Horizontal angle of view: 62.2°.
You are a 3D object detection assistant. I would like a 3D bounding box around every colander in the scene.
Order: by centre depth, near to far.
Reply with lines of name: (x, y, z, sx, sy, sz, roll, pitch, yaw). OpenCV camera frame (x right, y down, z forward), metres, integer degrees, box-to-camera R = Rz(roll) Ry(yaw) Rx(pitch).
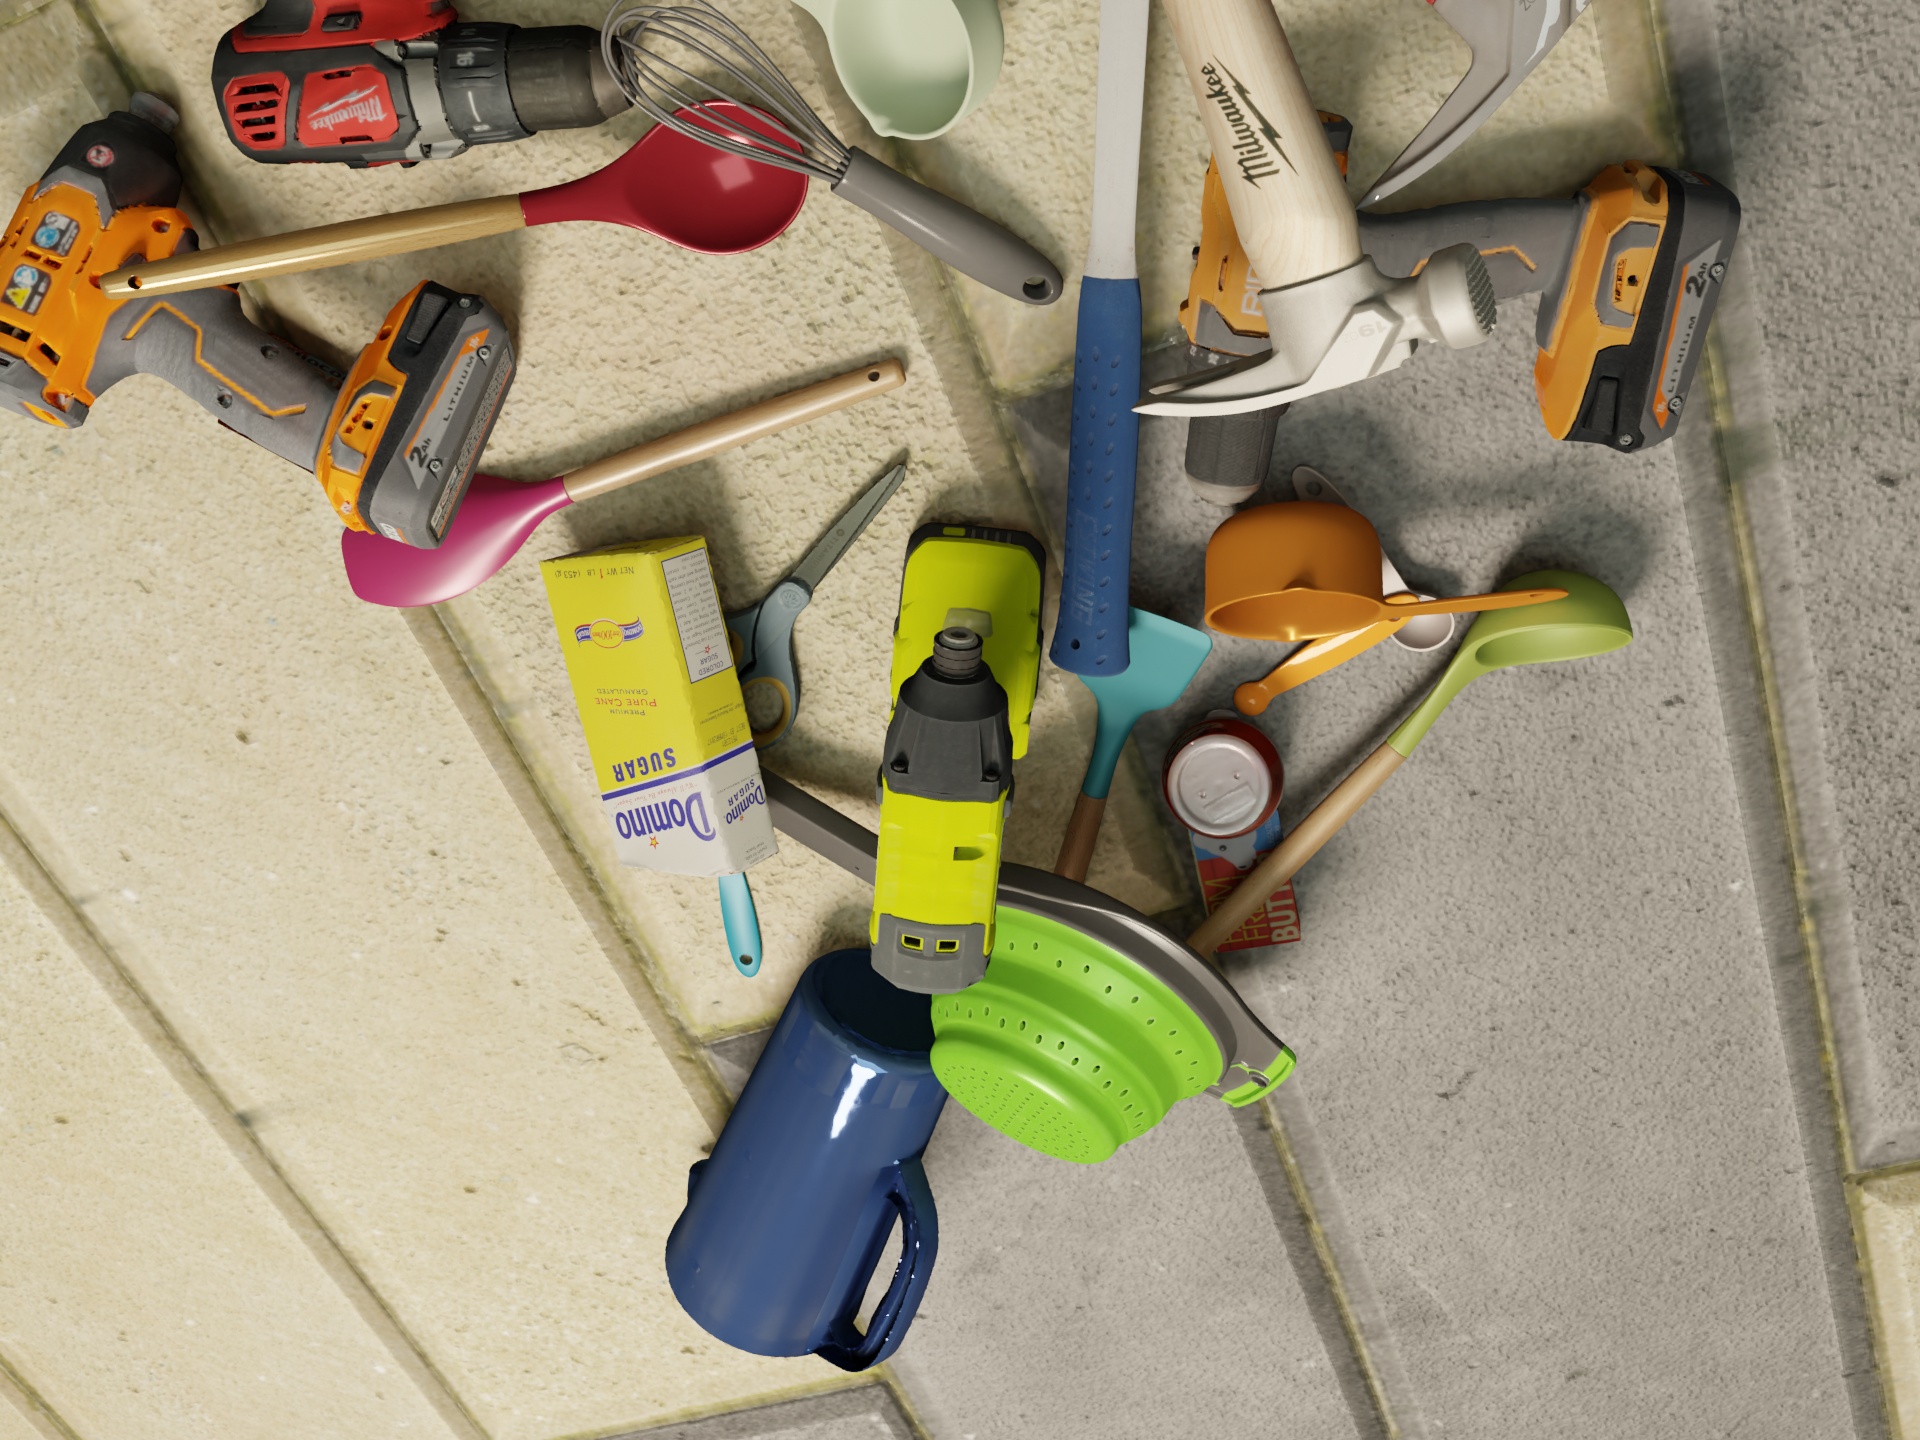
colander: (-0.020, 0.132, 0.869, 0.397, 0.094, 0.204, 30, 152, 5)

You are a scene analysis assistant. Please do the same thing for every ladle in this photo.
ladle: (-0.225, -0.226, 0.724, 0.315, 0.031, 0.069, -14, 111, -10)
ladle: (0.223, 0.042, 0.854, 0.078, 0.062, 0.320, 14, 124, -50)

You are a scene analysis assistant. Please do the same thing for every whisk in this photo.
whisk: (-0.050, -0.252, 0.720, 0.238, 0.055, 0.055, 24, 119, -24)

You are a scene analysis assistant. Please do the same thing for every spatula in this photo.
spatula: (0.066, 0.066, 0.905, 0.082, 0.044, 0.317, 18, 121, 9)

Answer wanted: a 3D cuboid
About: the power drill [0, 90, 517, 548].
power drill: (-0.333, -0.190, 0.754, 0.226, 0.084, 0.164, 21, 81, -9)

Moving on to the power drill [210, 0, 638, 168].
power drill: (-0.246, -0.354, 0.678, 0.188, 0.080, 0.226, -2, 122, 6)

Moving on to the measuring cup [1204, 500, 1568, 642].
measuring cup: (0.207, -0.077, 0.784, 0.173, 0.095, 0.052, -3, 77, 9)

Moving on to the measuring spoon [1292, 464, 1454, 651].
measuring spoon: (0.213, -0.087, 0.827, 0.034, 0.018, 0.124, -33, 106, 35)

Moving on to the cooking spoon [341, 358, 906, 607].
cooking spoon: (-0.179, -0.128, 0.820, 0.319, 0.017, 0.069, -17, 84, 9)

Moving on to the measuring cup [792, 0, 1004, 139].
measuring cup: (-0.051, -0.321, 0.693, 0.168, 0.038, 0.083, 38, 143, 12)

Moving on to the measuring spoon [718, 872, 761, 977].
measuring spoon: (-0.138, 0.107, 0.955, 0.042, 0.021, 0.128, -3, 118, 6)

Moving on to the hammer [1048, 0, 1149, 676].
hammer: (0.073, -0.209, 0.712, 0.144, 0.035, 0.405, 14, 119, 26)

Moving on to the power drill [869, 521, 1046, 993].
power drill: (-0.001, -0.002, 0.768, 0.080, 0.223, 0.171, 6, 120, 1)

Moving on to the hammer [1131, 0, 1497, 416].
hammer: (0.062, -0.308, 0.570, 0.146, 0.038, 0.410, -11, 114, 34)

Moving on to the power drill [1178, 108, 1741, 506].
power drill: (0.214, -0.178, 0.737, 0.226, 0.084, 0.185, 8, 119, 5)

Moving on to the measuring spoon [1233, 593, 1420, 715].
measuring spoon: (0.194, -0.033, 0.847, 0.117, 0.011, 0.021, -34, 109, 31)

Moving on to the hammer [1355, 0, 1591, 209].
hammer: (0.062, -0.362, 0.582, 0.386, 0.038, 0.143, 40, 129, -2)
